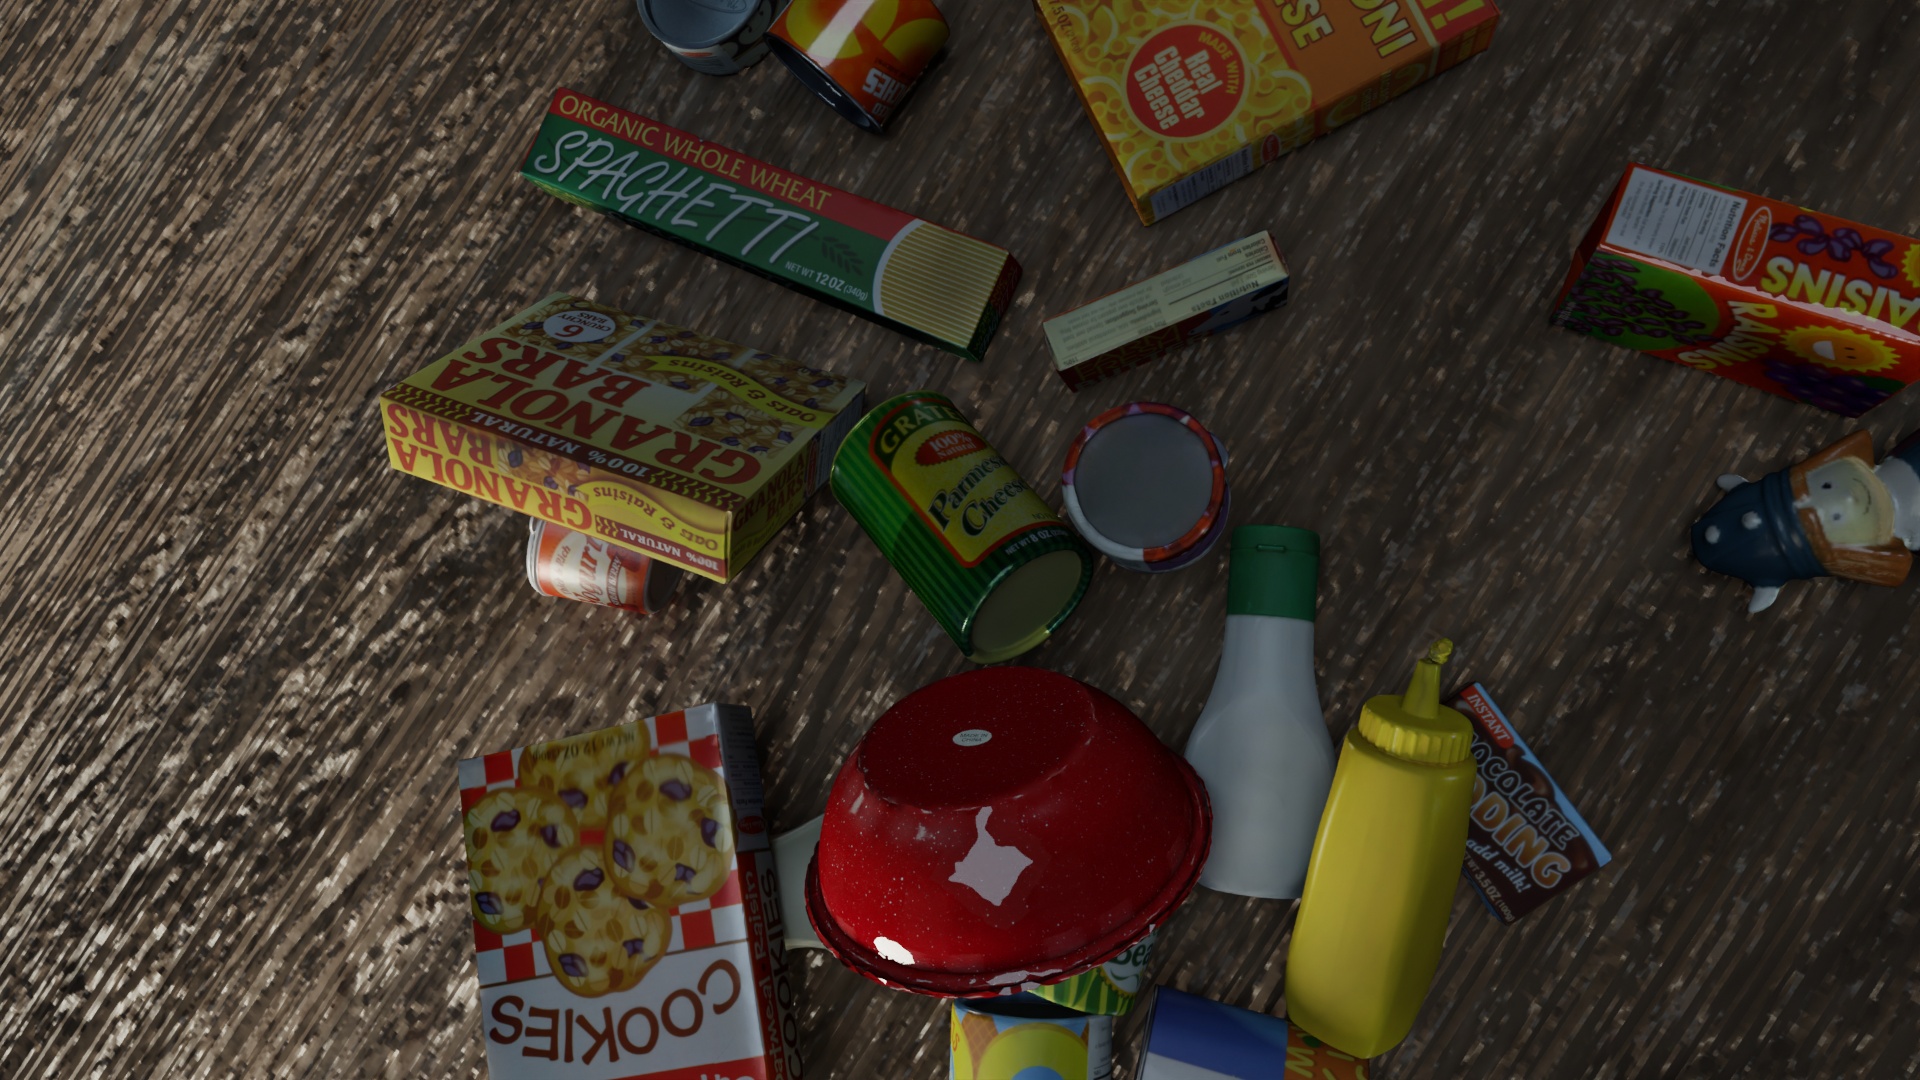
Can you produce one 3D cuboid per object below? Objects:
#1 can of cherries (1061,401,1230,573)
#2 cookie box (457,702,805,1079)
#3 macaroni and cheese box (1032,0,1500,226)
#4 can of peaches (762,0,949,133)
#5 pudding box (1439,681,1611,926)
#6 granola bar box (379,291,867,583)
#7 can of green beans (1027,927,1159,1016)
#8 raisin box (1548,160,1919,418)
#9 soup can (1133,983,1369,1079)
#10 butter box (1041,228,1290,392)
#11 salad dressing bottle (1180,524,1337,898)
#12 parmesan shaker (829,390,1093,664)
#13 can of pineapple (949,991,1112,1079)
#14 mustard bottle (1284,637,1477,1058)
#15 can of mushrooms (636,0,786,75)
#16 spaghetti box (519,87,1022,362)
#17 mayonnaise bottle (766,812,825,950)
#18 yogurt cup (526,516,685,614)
[{"bbox_3d":[0.080,-0.023,0.583,0.071,0.058,0.071,-2,83,13],"label":"can of cherries"},{"bbox_3d":[-0.137,0.162,0.576,0.123,0.040,0.167,-14,77,13],"label":"cookie box"},{"bbox_3d":[0.129,-0.233,0.610,0.166,0.040,0.124,-26,78,8],"label":"macaroni and cheese box"},{"bbox_3d":[-0.045,-0.230,0.637,0.071,0.071,0.058,39,92,15],"label":"can of peaches"},{"bbox_3d":[0.210,0.103,0.551,0.049,0.030,0.084,-35,77,6],"label":"pudding box"},{"bbox_3d":[-0.142,-0.050,0.608,0.166,0.125,0.038,18,126,15],"label":"granola bar box"},{"bbox_3d":[0.048,0.151,0.563,0.071,0.071,0.058,18,88,15],"label":"can of green beans"},{"bbox_3d":[0.300,-0.094,0.528,0.123,0.086,0.040,22,84,15],"label":"raisin box"},{"bbox_3d":[0.110,0.215,0.540,0.084,0.071,0.071,12,86,10],"label":"soup can"},{"bbox_3d":[0.088,-0.097,0.595,0.103,0.053,0.024,-22,81,10],"label":"butter box"},{"bbox_3d":[0.125,0.069,0.569,0.064,0.044,0.148,4,82,18],"label":"salad dressing bottle"},{"bbox_3d":[0.002,-0.007,0.582,0.071,0.071,0.103,-44,57,4],"label":"parmesan shaker"},{"bbox_3d":[0.026,0.215,0.559,0.071,0.071,0.058,1,82,13],"label":"can of pineapple"},{"bbox_3d":[0.161,0.110,0.520,0.049,0.065,0.159,18,107,34],"label":"mustard bottle"},{"bbox_3d":[-0.119,-0.265,0.675,0.071,0.033,0.071,-2,82,13],"label":"can of mushrooms"},{"bbox_3d":[-0.094,-0.151,0.656,0.250,0.028,0.050,23,87,15],"label":"spaghetti box"},{"bbox_3d":[-0.087,0.155,0.607,0.148,0.041,0.065,-13,78,12],"label":"mayonnaise bottle"},{"bbox_3d":[-0.156,0.000,0.632,0.054,0.072,0.072,18,87,7],"label":"yogurt cup"}]
